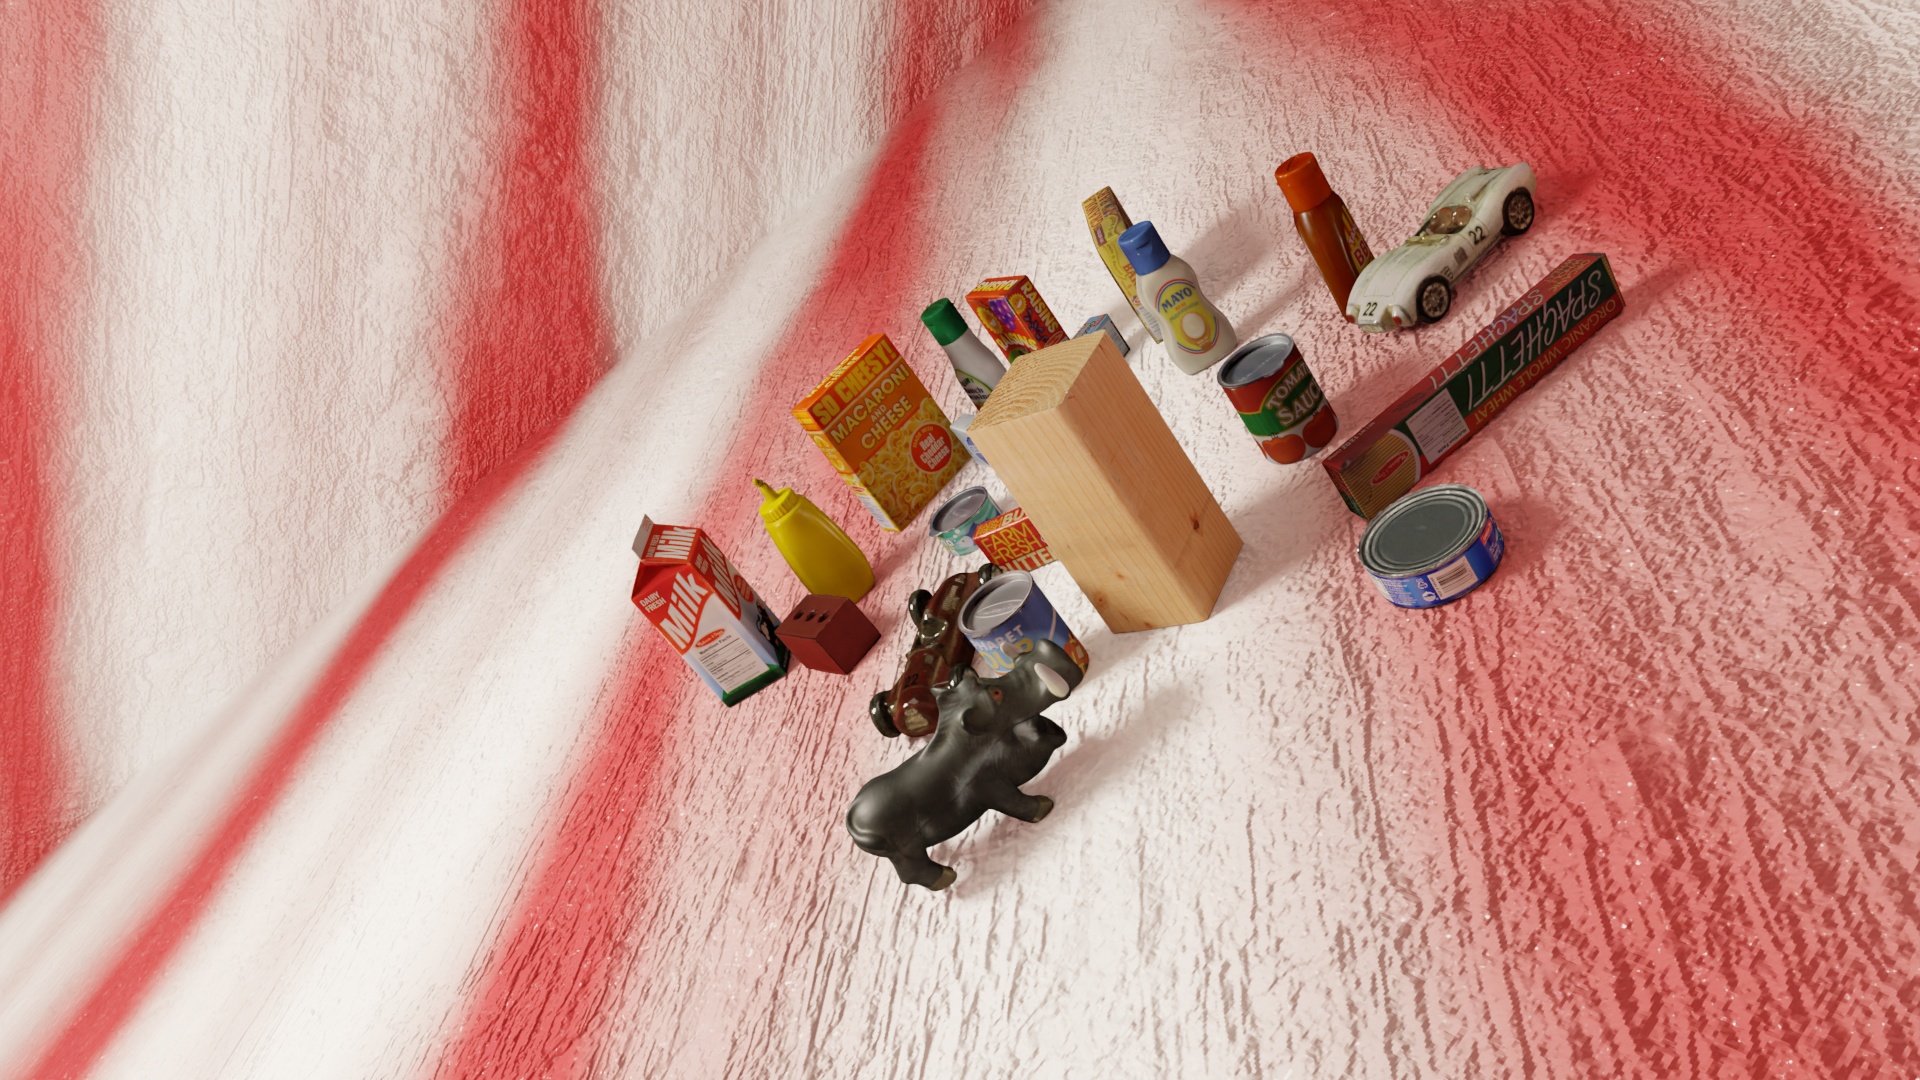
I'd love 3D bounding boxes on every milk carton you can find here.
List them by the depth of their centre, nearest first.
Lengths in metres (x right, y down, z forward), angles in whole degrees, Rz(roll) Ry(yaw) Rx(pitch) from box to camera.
[{"bbox_3d":[-0.247,0.060,1.327,0.073,0.190,0.073,-31,25,14],"label":"milk carton"}]

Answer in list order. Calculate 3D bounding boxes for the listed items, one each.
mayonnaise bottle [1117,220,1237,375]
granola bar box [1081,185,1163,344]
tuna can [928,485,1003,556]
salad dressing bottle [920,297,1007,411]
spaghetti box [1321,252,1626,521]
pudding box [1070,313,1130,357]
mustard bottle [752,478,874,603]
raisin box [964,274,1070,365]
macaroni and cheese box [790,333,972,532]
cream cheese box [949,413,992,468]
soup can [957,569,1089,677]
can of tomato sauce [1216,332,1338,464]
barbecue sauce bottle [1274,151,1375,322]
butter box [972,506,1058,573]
[{"bbox_3d":[0.198,-0.228,1.297,0.064,0.147,0.041,-33,25,9],"label":"mayonnaise bottle"},{"bbox_3d":[0.180,-0.292,1.462,0.039,0.124,0.166,-30,25,15],"label":"granola bar box"},{"bbox_3d":[0.005,-0.017,1.319,0.071,0.032,0.071,-30,25,16],"label":"tuna can"},{"bbox_3d":[0.013,-0.189,1.473,0.044,0.147,0.064,-47,26,-20],"label":"salad dressing bottle"},{"bbox_3d":[0.367,-0.111,0.988,0.250,0.050,0.029,-39,24,-5],"label":"spaghetti box"},{"bbox_3d":[0.134,-0.190,1.433,0.030,0.049,0.084,-3,41,51],"label":"pudding box"},{"bbox_3d":[-0.149,-0.004,1.347,0.065,0.160,0.049,-40,24,-5],"label":"mustard bottle"},{"bbox_3d":[0.069,-0.224,1.489,0.040,0.123,0.086,-45,25,-16],"label":"raisin box"},{"bbox_3d":[-0.079,-0.110,1.433,0.124,0.166,0.040,-48,26,-22],"label":"macaroni and cheese box"},{"bbox_3d":[0.032,-0.097,1.399,0.024,0.053,0.104,-43,25,-12],"label":"cream cheese box"},{"bbox_3d":[0.047,0.076,1.040,0.071,0.083,0.072,-30,25,16],"label":"soup can"},{"bbox_3d":[0.253,-0.111,1.098,0.071,0.083,0.071,-30,25,16],"label":"can of tomato sauce"},{"bbox_3d":[0.320,-0.263,1.198,0.043,0.148,0.065,-18,31,36],"label":"barbecue sauce bottle"},{"bbox_3d":[0.067,-0.006,1.195,0.103,0.053,0.024,-23,28,27],"label":"butter box"}]
